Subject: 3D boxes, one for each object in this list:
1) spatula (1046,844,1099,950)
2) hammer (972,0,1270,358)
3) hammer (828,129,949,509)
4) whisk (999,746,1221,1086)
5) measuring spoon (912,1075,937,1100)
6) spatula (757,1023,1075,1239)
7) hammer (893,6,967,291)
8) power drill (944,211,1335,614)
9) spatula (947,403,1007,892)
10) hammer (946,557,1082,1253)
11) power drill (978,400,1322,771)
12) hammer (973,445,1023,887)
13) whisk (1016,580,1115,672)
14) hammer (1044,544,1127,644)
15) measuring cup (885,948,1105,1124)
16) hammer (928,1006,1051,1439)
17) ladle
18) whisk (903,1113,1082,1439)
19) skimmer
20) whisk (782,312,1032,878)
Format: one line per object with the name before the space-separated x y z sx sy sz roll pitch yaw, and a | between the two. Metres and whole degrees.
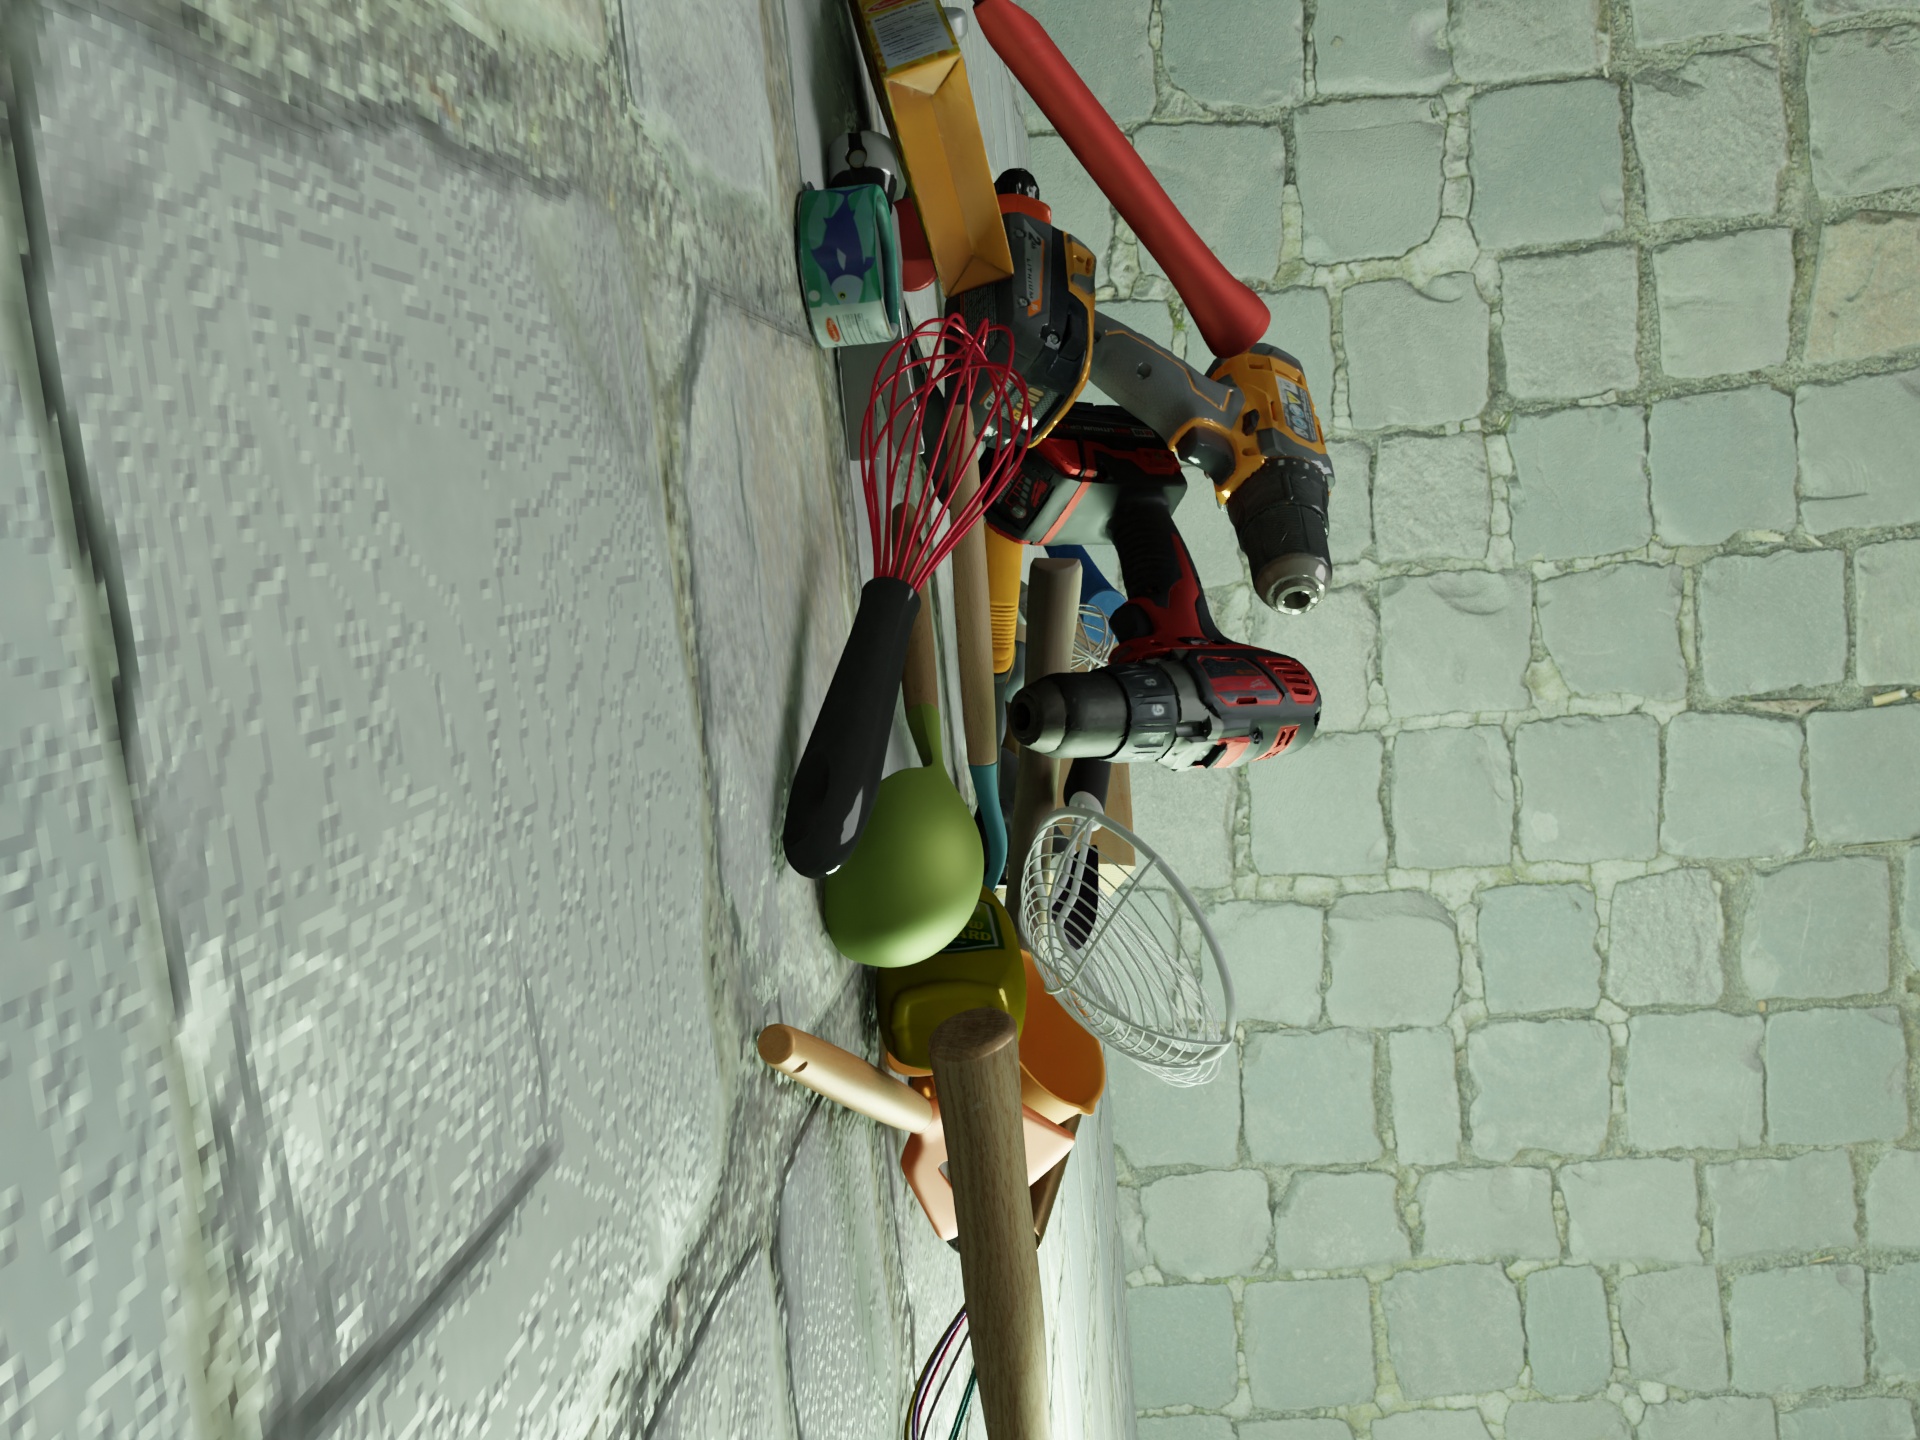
spatula | 0.055 0.129 1.055 0.316 0.018 0.060 125 -32 -76
hammer | 0.040 -0.295 0.734 0.358 0.036 0.149 42 27 -34
hammer | -0.022 -0.173 0.873 0.334 0.035 0.146 50 35 -79
whisk | 0.090 0.125 1.079 0.285 0.070 0.070 58 -8 30
measuring spoon | -0.011 0.191 0.814 0.116 0.011 0.021 62 24 -74
spatula | -0.018 0.160 0.628 0.041 0.081 0.322 53 -2 24
hammer | -0.016 -0.343 1.023 0.387 0.038 0.143 -85 170 -55
power drill | 0.105 -0.158 0.853 0.084 0.226 0.186 -47 -148 42
spatula | -0.001 -0.003 0.828 0.082 0.044 0.317 -56 143 -76
hammer | 0.040 0.101 0.937 0.146 0.038 0.411 64 31 -70
power drill | 0.080 -0.070 0.874 0.080 0.187 0.227 -54 -131 43
hammer | 0.023 -0.063 1.004 0.127 0.034 0.336 -70 162 -75
whisk | 0.051 -0.076 1.108 0.058 0.059 0.247 -56 -155 7
hammer | 0.067 -0.158 1.263 0.406 0.035 0.144 -110 -169 -60
measuring cup | 0.002 0.163 0.767 0.173 0.052 0.095 5 53 -55
hammer | 0.023 0.262 0.636 0.130 0.031 0.331 -26 119 -40
ladle | -0.031 -0.015 0.720 0.320 0.062 0.078 -97 176 -54
whisk | 0.025 0.267 0.760 0.245 0.047 0.051 -60 156 -55
skimmer | 0.088 0.059 0.818 0.363 0.090 0.127 -65 132 -72
whisk | -0.023 -0.062 0.621 0.073 0.073 0.296 78 20 -48
